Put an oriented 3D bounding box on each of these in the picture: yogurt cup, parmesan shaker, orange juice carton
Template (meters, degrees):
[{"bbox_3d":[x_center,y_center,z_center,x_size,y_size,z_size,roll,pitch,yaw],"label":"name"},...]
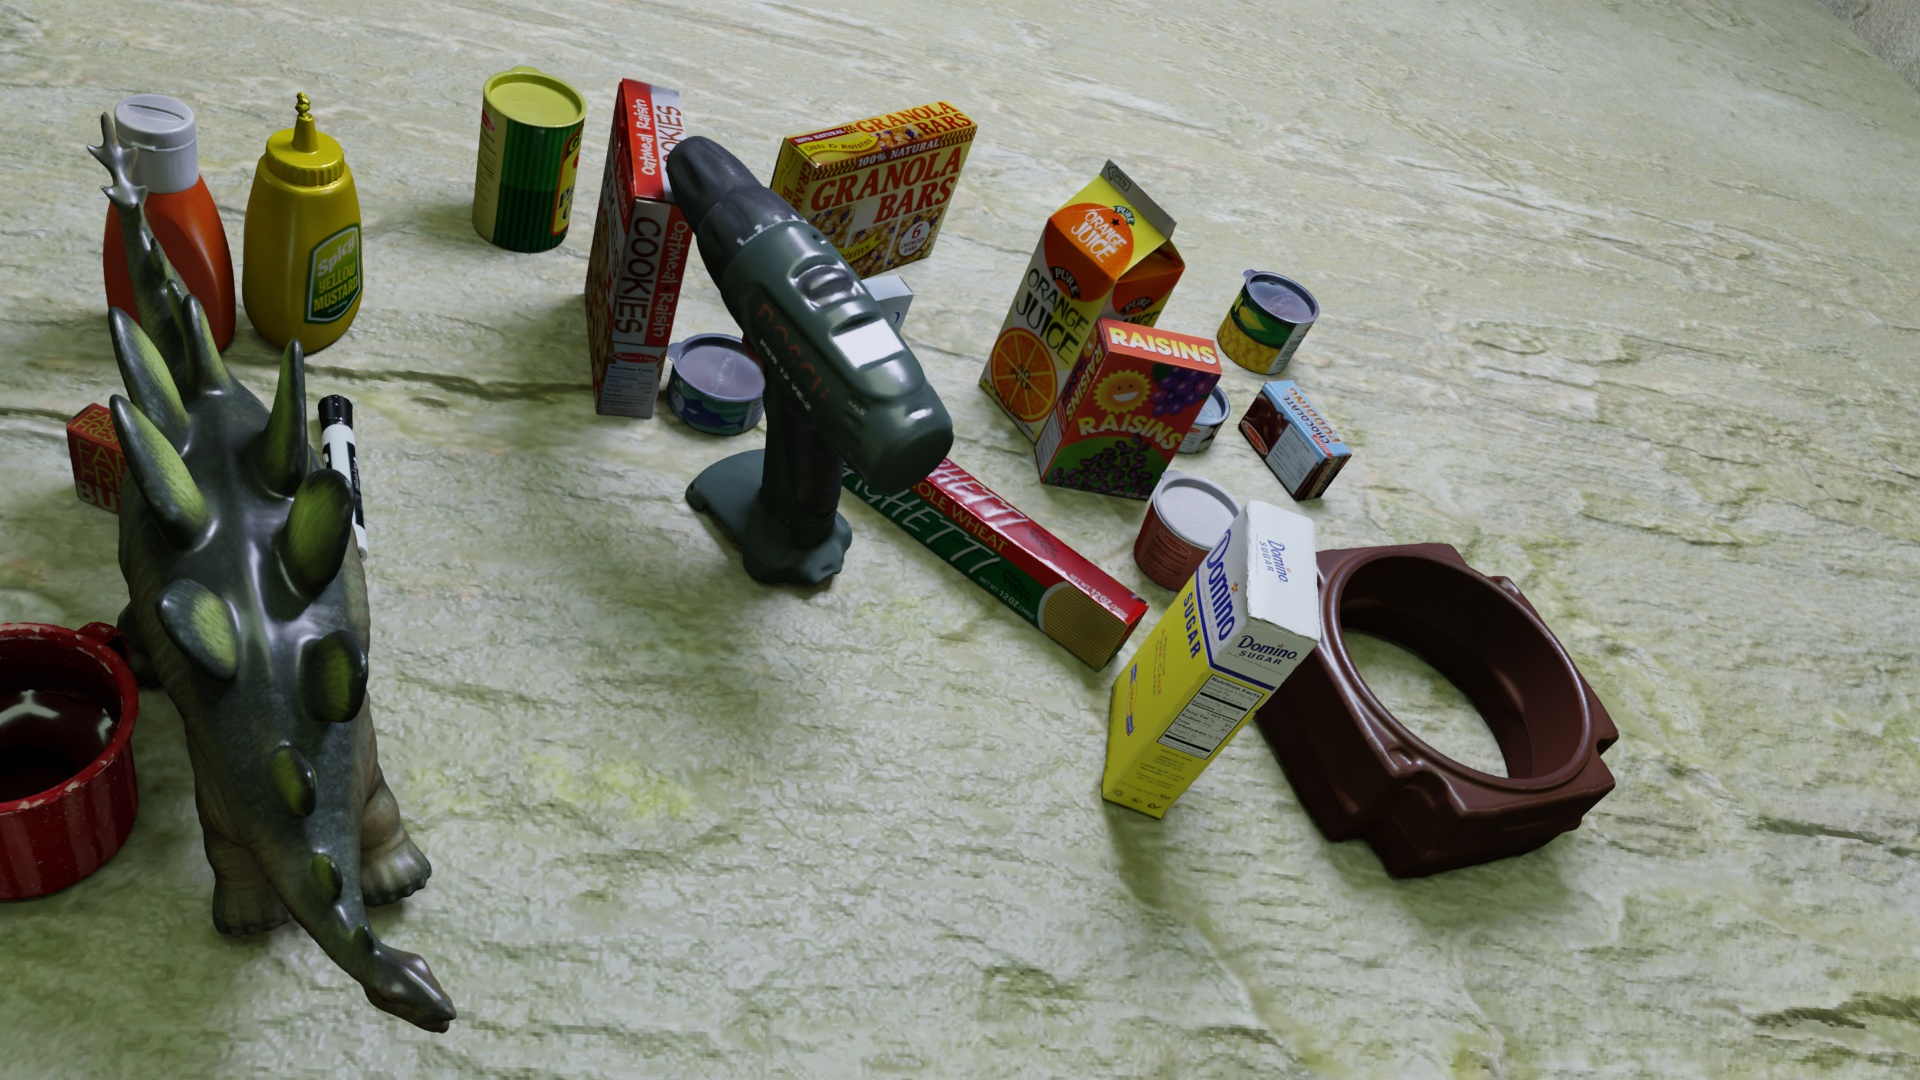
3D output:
[{"bbox_3d":[0.152,-0.003,0.935,0.072,0.053,0.073,13,44,-13],"label":"yogurt cup"},{"bbox_3d":[-0.295,-0.259,0.948,0.071,0.102,0.072,13,44,-13],"label":"parmesan shaker"},{"bbox_3d":[0.089,-0.164,0.964,0.073,0.191,0.072,-19,58,-37],"label":"orange juice carton"}]

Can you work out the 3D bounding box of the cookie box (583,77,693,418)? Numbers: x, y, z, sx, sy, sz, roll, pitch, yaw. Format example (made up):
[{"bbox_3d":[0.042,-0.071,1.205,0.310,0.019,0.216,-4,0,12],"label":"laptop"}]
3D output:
[{"bbox_3d":[-0.203,-0.179,0.864,0.040,0.166,0.123,3,47,-22],"label":"cookie box"}]

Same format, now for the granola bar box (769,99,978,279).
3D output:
[{"bbox_3d":[-0.072,-0.251,1.026,0.039,0.123,0.166,44,46,19],"label":"granola bar box"}]

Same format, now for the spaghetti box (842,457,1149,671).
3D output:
[{"bbox_3d":[0.003,-0.011,0.879,0.250,0.049,0.029,36,44,12],"label":"spaghetti box"}]

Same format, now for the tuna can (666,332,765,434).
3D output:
[{"bbox_3d":[-0.160,-0.103,0.908,0.071,0.032,0.071,13,44,-13],"label":"tuna can"}]

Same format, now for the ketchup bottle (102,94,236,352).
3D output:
[{"bbox_3d":[-0.437,-0.170,0.763,0.065,0.148,0.044,11,45,-15],"label":"ketchup bottle"}]

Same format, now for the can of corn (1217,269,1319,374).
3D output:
[{"bbox_3d":[0.253,-0.182,1.154,0.071,0.058,0.071,13,44,-13],"label":"can of corn"}]

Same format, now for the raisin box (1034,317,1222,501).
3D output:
[{"bbox_3d":[0.113,-0.088,0.951,0.086,0.122,0.040,9,45,-16],"label":"raisin box"}]

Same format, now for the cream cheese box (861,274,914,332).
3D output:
[{"bbox_3d":[-0.086,-0.153,0.975,0.104,0.053,0.024,-18,57,-36],"label":"cream cheese box"}]

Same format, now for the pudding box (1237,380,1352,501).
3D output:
[{"bbox_3d":[0.254,-0.077,1.058,0.030,0.049,0.084,-10,53,-32],"label":"pudding box"}]

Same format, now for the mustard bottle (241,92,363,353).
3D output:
[{"bbox_3d":[-0.375,-0.182,0.794,0.049,0.159,0.066,29,43,4],"label":"mustard bottle"}]

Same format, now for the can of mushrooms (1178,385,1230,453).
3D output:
[{"bbox_3d":[0.169,-0.101,1.055,0.071,0.033,0.071,13,44,-13],"label":"can of mushrooms"}]

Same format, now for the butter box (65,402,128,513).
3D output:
[{"bbox_3d":[-0.399,-0.027,0.710,0.103,0.052,0.024,22,43,-3],"label":"butter box"}]
